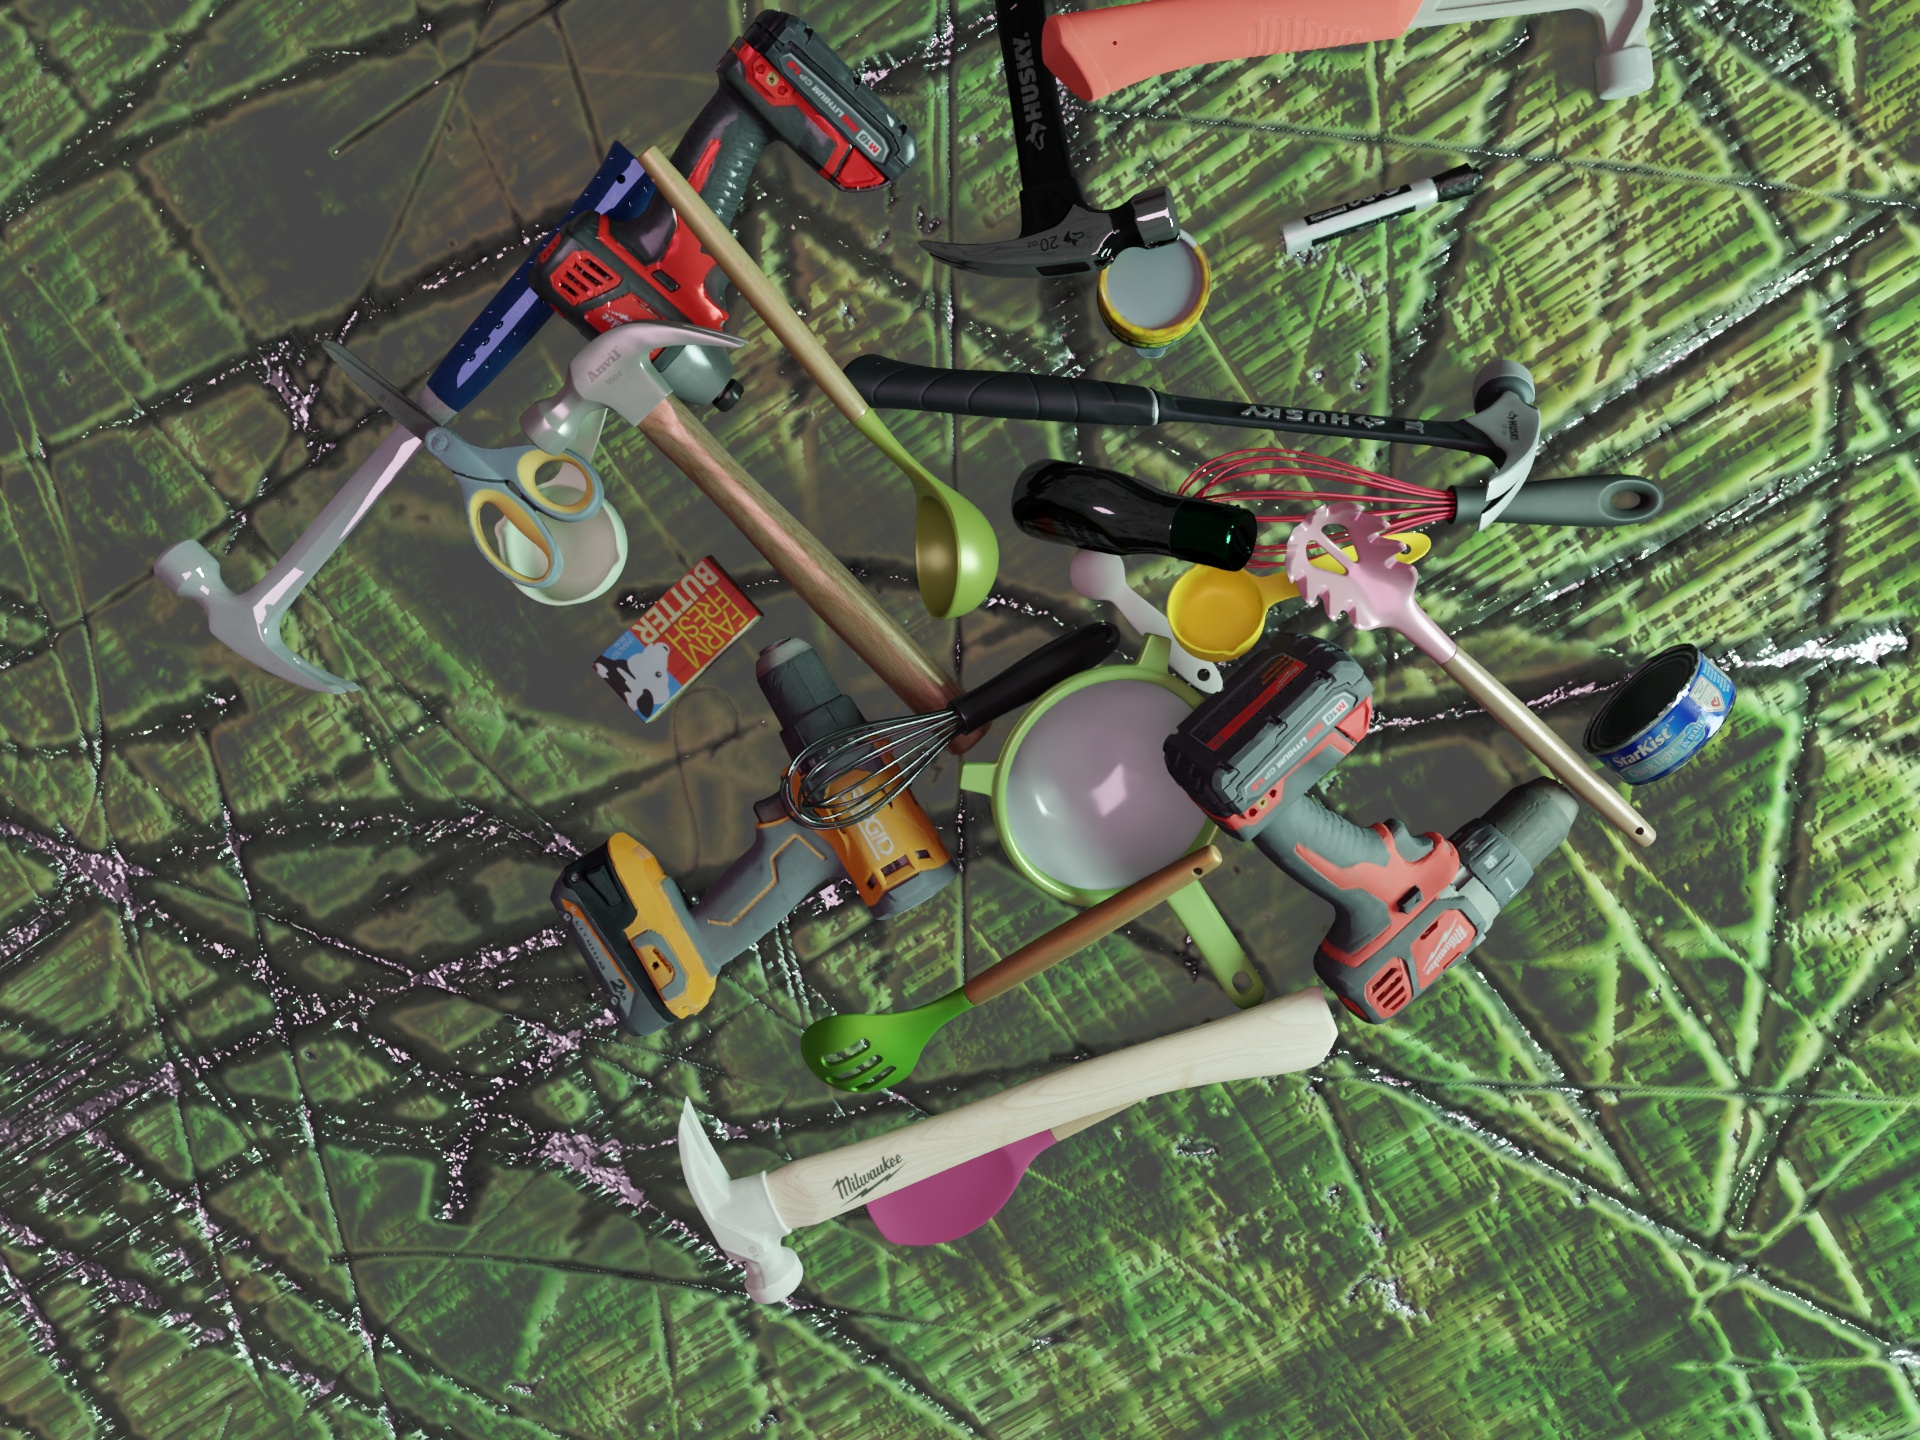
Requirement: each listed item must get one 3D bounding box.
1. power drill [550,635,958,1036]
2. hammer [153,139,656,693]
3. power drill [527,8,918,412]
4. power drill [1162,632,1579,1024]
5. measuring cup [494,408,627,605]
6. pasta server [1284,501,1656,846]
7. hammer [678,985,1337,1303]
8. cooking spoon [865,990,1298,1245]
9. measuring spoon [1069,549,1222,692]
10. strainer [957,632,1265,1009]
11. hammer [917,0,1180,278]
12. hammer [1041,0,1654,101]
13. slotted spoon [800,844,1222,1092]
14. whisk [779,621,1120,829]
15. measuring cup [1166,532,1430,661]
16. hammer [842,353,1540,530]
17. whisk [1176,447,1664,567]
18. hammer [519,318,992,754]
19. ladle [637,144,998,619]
[{"bbox_3d":[-0.140,0.071,0.995,0.226,0.084,0.185,-29,91,3],"label":"power drill"},{"bbox_3d":[-0.328,-0.190,0.999,0.144,0.035,0.405,44,98,-1],"label":"hammer"},{"bbox_3d":[-0.134,-0.294,0.941,0.143,0.079,0.219,40,102,-25],"label":"power drill"},{"bbox_3d":[0.249,0.051,0.940,0.188,0.080,0.226,-42,112,-1],"label":"power drill"},{"bbox_3d":[-0.236,-0.154,0.997,0.083,0.038,0.167,14,93,4],"label":"measuring cup"},{"bbox_3d":[0.300,-0.019,0.913,0.316,0.040,0.060,39,104,-17],"label":"pasta server"},{"bbox_3d":[0.030,0.238,0.989,0.410,0.038,0.146,-20,110,5],"label":"hammer"},{"bbox_3d":[0.082,0.253,1.026,0.319,0.017,0.068,-29,98,7],"label":"cooking spoon"},{"bbox_3d":[0.117,-0.061,0.988,0.124,0.018,0.034,43,98,-2],"label":"measuring spoon"},{"bbox_3d":[0.114,0.074,0.989,0.151,0.069,0.256,-35,110,-2],"label":"strainer"},{"bbox_3d":[0.028,-0.419,0.920,0.146,0.035,0.335,-10,86,17],"label":"hammer"},{"bbox_3d":[0.219,-0.406,0.886,0.359,0.037,0.149,-11,97,-11],"label":"hammer"},{"bbox_3d":[0.025,0.155,0.971,0.313,0.031,0.070,-33,115,22],"label":"slotted spoon"},{"bbox_3d":[-0.002,-0.003,0.956,0.239,0.055,0.055,-28,94,-19],"label":"whisk"},{"bbox_3d":[0.197,-0.076,0.927,0.156,0.029,0.062,-17,69,3],"label":"measuring cup"},{"bbox_3d":[0.128,-0.179,0.933,0.409,0.149,0.036,7,129,10],"label":"hammer"},{"bbox_3d":[0.274,-0.129,0.951,0.296,0.073,0.073,-2,96,-2],"label":"whisk"},{"bbox_3d":[-0.100,-0.104,0.957,0.130,0.031,0.331,-40,106,15],"label":"hammer"},{"bbox_3d":[-0.084,-0.191,0.925,0.062,0.078,0.320,-44,109,-10],"label":"ladle"}]
